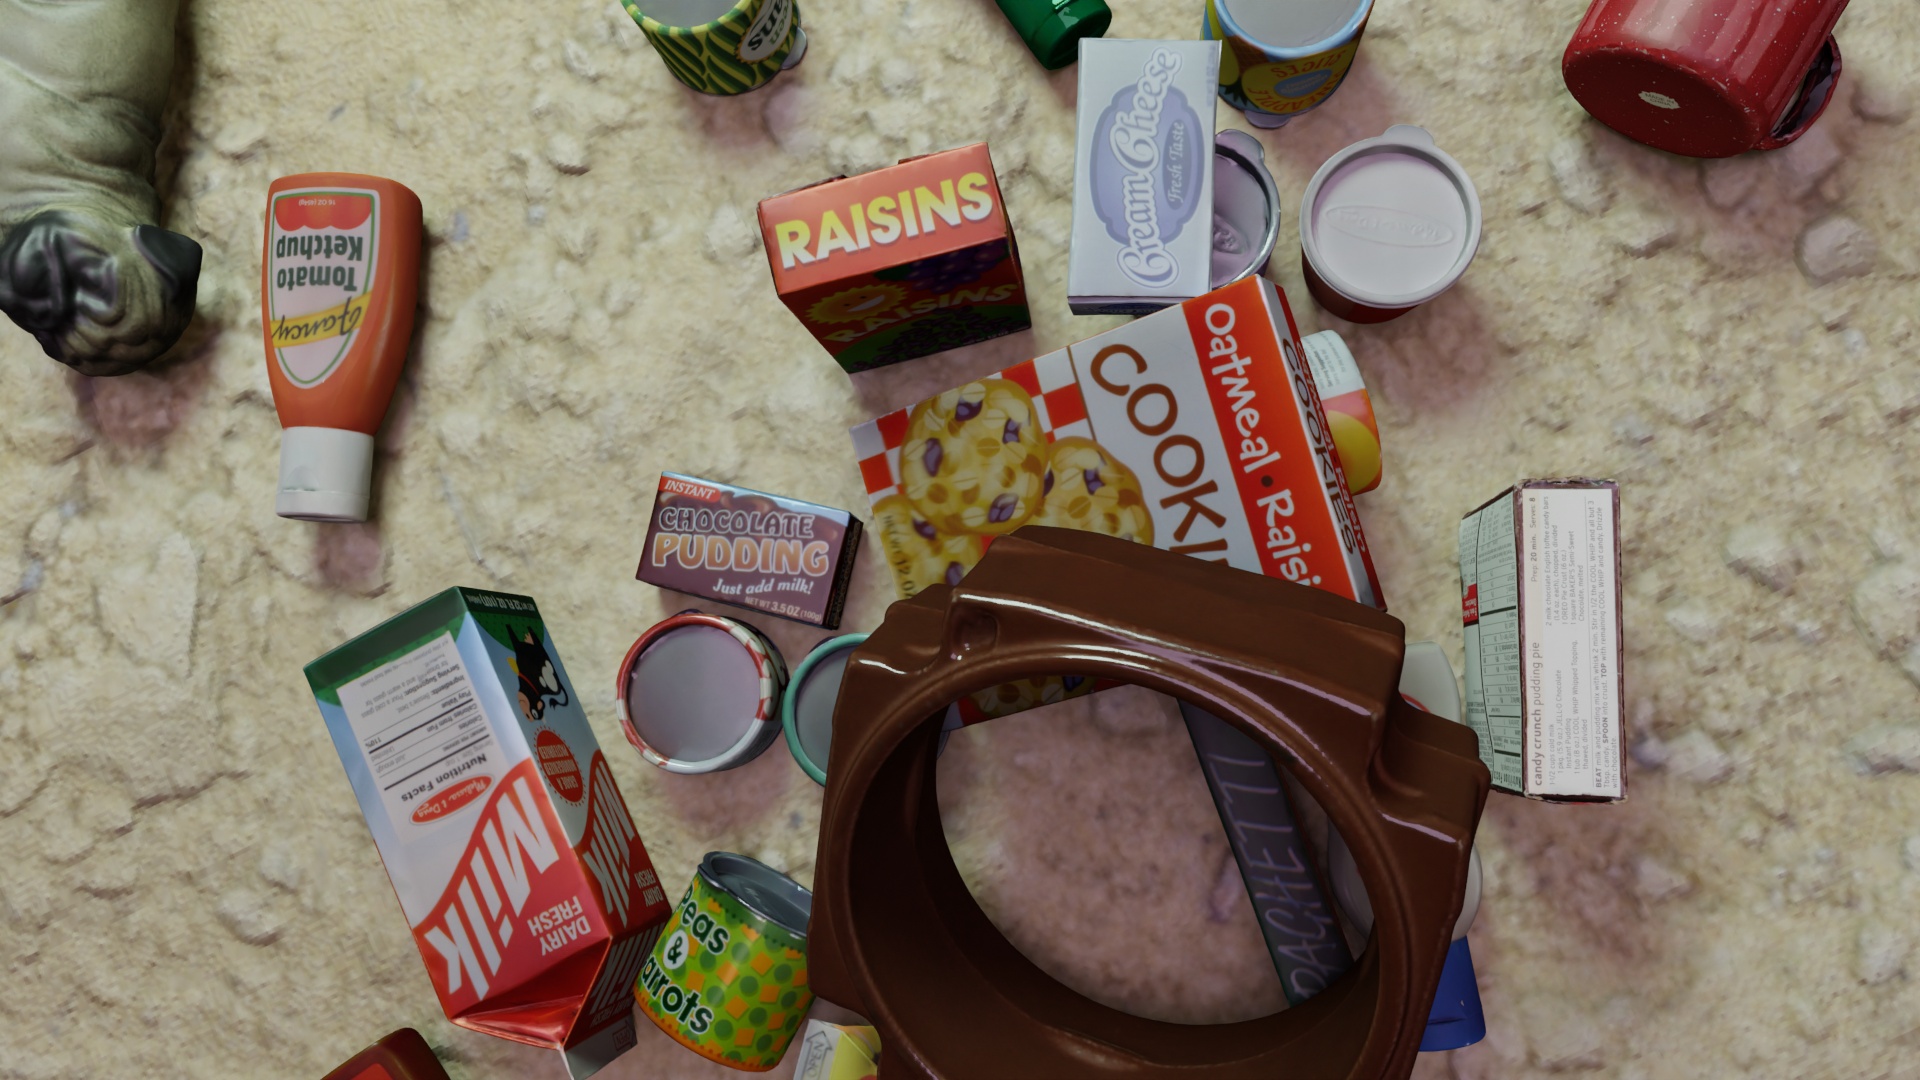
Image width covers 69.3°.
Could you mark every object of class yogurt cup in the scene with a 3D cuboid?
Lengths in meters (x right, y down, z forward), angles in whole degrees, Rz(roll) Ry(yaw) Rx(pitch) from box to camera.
[{"bbox_3d":[0.167,-0.119,0.554,0.072,0.054,0.072,-1,84,7],"label":"yogurt cup"}]

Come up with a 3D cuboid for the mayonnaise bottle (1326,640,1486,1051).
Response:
[{"bbox_3d":[0.168,0.115,0.532,0.065,0.041,0.148,-10,82,4],"label":"mayonnaise bottle"}]

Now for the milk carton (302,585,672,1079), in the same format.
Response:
[{"bbox_3d":[-0.179,0.120,0.557,0.073,0.072,0.191,-27,80,3],"label":"milk carton"}]

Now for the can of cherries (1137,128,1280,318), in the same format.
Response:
[{"bbox_3d":[0.095,-0.124,0.561,0.071,0.058,0.071,-1,83,7],"label":"can of cherries"}]

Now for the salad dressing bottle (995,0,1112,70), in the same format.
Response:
[{"bbox_3d":[0.008,-0.270,0.596,0.064,0.044,0.148,-34,82,0],"label":"salad dressing bottle"}]

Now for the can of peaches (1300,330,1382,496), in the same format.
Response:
[{"bbox_3d":[0.127,-0.042,0.545,0.058,0.071,0.071,-17,82,4],"label":"can of peaches"}]

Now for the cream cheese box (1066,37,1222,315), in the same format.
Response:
[{"bbox_3d":[0.069,-0.137,0.522,0.053,0.024,0.104,2,83,8],"label":"cream cheese box"}]

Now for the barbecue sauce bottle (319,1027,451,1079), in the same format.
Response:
[{"bbox_3d":[-0.209,0.275,0.556,0.065,0.043,0.148,-37,81,0],"label":"barbecue sauce bottle"}]

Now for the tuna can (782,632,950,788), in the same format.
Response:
[{"bbox_3d":[-0.039,0.069,0.566,0.071,0.033,0.071,-1,84,6],"label":"tuna can"}]

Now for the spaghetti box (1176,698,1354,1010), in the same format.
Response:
[{"bbox_3d":[0.116,0.109,0.535,0.028,0.050,0.250,-20,82,6],"label":"spaghetti box"}]

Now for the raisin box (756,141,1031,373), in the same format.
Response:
[{"bbox_3d":[-0.020,-0.106,0.539,0.086,0.123,0.040,-13,83,5],"label":"raisin box"}]

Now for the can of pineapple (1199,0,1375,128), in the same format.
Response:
[{"bbox_3d":[0.133,-0.214,0.567,0.071,0.058,0.071,-1,84,6],"label":"can of pineapple"}]

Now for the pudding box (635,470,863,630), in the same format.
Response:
[{"bbox_3d":[-0.087,0.004,0.581,0.084,0.030,0.049,13,84,8],"label":"pudding box"}]

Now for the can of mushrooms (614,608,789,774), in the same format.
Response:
[{"bbox_3d":[-0.108,0.061,0.575,0.071,0.033,0.071,-1,84,7],"label":"can of mushrooms"}]

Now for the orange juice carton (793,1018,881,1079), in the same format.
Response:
[{"bbox_3d":[0.025,0.241,0.518,0.193,0.073,0.072,15,88,8],"label":"orange juice carton"}]

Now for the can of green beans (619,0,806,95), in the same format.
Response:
[{"bbox_3d":[-0.108,-0.234,0.597,0.071,0.058,0.071,-1,84,6],"label":"can of green beans"}]

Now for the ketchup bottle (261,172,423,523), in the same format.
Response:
[{"bbox_3d":[-0.272,-0.083,0.605,0.065,0.043,0.149,1,84,7],"label":"ketchup bottle"}]

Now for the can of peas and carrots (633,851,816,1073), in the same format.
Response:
[{"bbox_3d":[-0.087,0.163,0.542,0.071,0.071,0.058,29,88,9],"label":"can of peas and carrots"}]

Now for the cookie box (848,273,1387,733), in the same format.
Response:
[{"bbox_3d":[0.054,-0.010,0.509,0.167,0.040,0.123,-18,84,24],"label":"cookie box"}]
